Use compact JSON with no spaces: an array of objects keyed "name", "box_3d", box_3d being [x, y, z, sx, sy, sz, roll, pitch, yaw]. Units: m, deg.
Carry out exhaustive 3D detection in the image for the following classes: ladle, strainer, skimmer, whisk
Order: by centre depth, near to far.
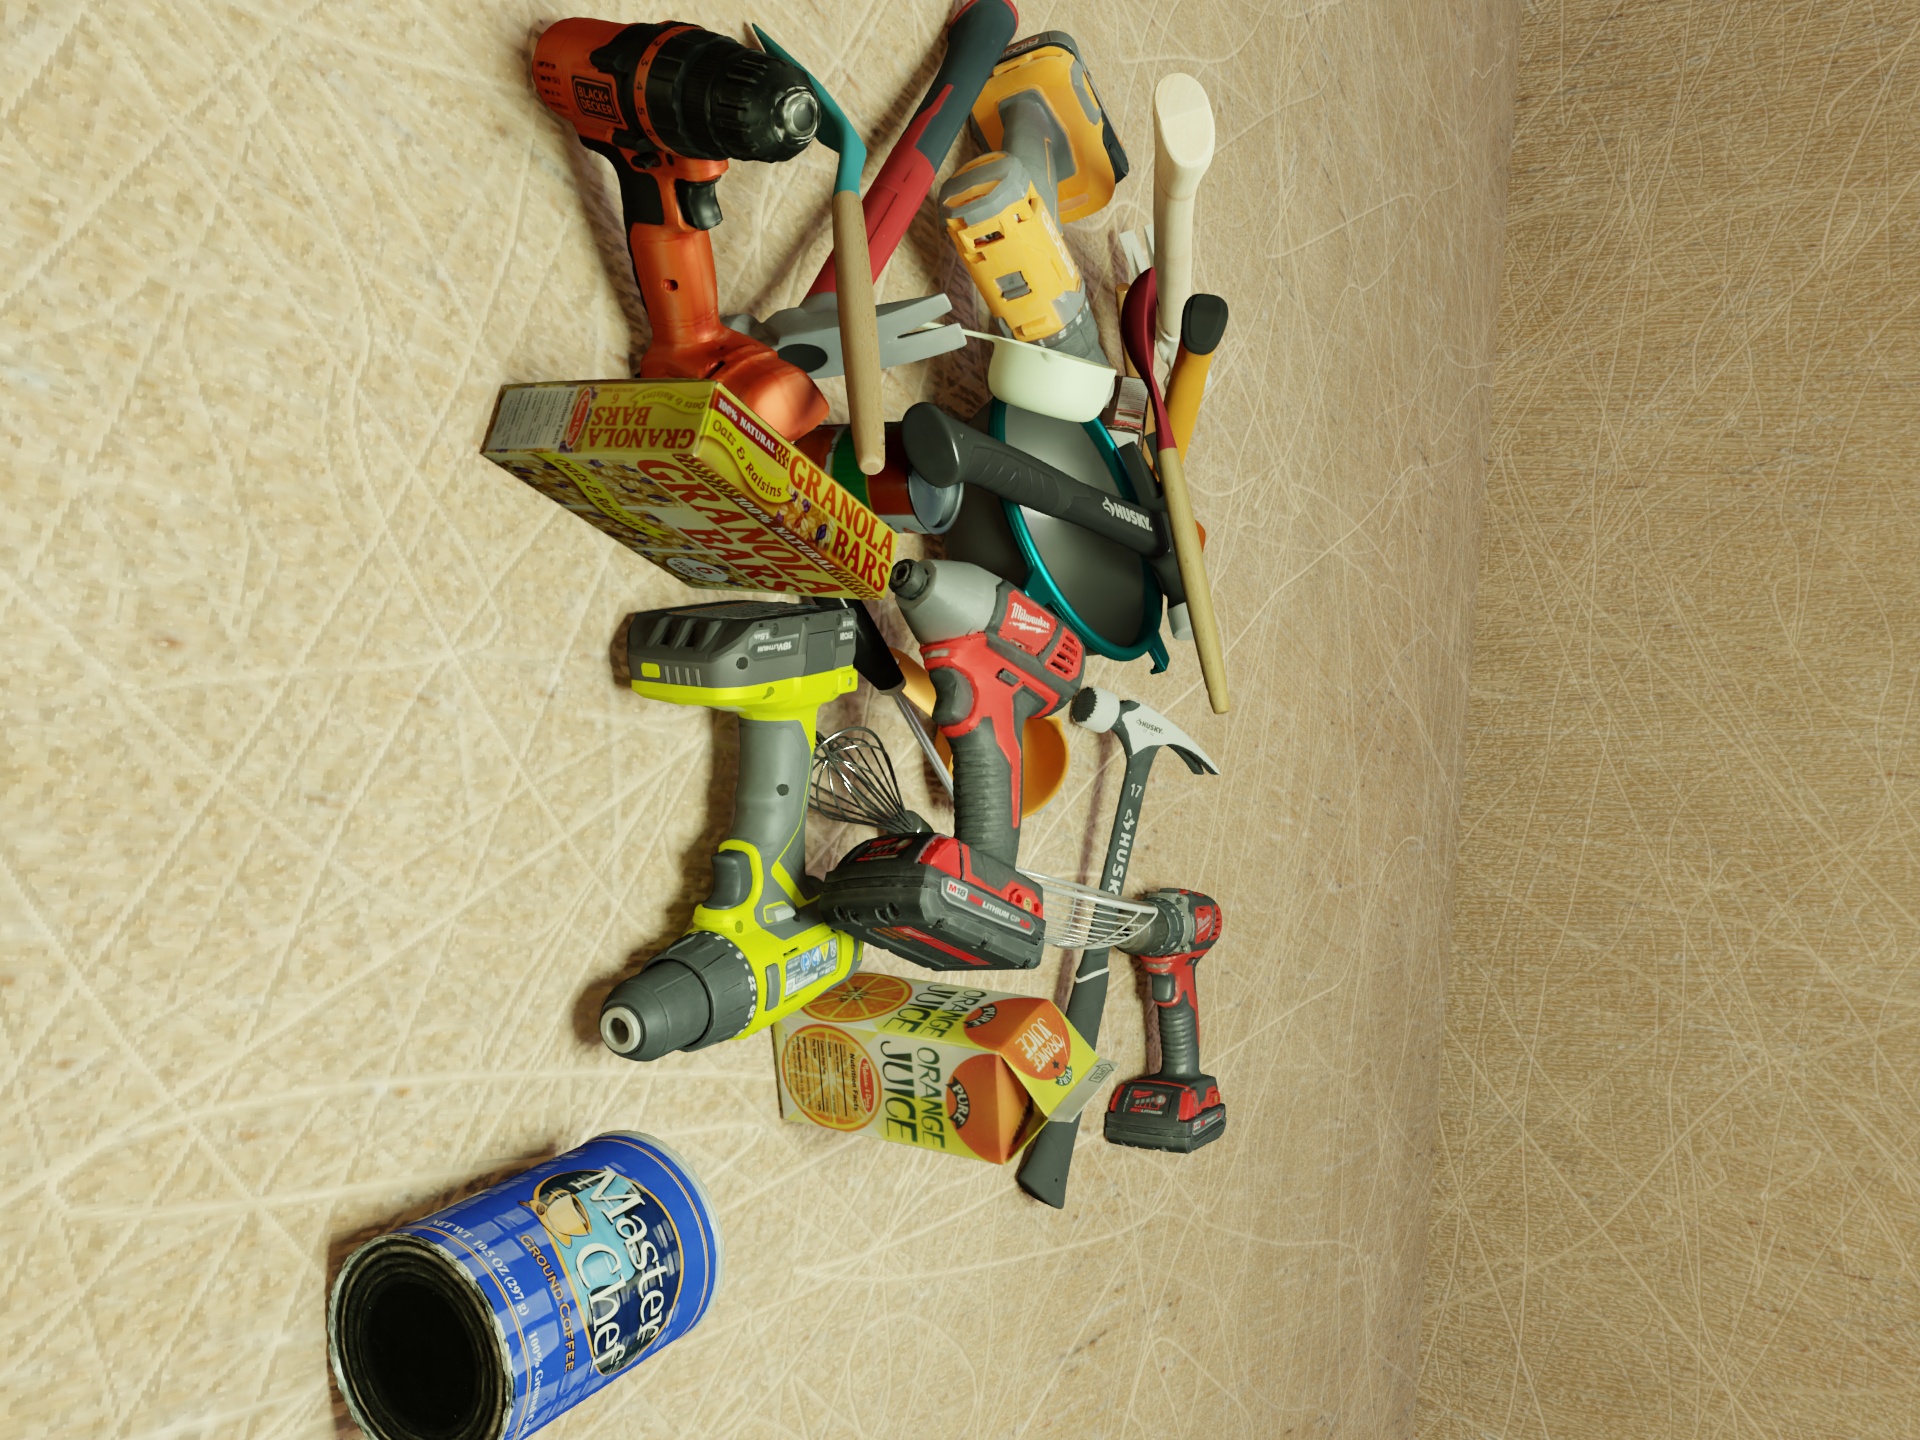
[{"name":"skimmer","box_3d":[0.006,0.009,1.000,0.090,0.127,0.363,-40,116,-22]},{"name":"whisk","box_3d":[-0.039,0.065,1.021,0.059,0.058,0.246,-45,148,-2]},{"name":"ladle","box_3d":[0.146,-0.157,1.072,0.069,0.031,0.315,39,40,-74]},{"name":"strainer","box_3d":[0.038,-0.187,1.110,0.210,0.095,0.341,18,56,-54]}]

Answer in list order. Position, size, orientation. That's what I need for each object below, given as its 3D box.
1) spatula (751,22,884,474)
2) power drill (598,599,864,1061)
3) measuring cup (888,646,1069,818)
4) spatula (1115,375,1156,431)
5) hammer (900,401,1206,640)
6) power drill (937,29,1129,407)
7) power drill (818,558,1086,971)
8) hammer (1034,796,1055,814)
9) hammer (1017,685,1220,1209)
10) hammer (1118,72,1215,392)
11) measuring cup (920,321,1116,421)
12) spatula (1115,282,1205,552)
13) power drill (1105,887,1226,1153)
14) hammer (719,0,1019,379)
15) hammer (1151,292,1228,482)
[{"name":"spatula","box_3d":[-0.065,-0.241,0.808,0.082,0.044,0.318,54,24,-52]},{"name":"power drill","box_3d":[-0.120,0.057,0.835,0.190,0.080,0.228,-16,110,-61]},{"name":"measuring cup","box_3d":[-0.002,-0.003,1.071,0.095,0.052,0.173,-45,120,6]},{"name":"spatula","box_3d":[0.119,-0.282,1.307,0.315,0.018,0.060,29,72,-58]},{"name":"hammer","box_3d":[0.068,-0.144,1.002,0.334,0.035,0.146,10,64,-56]},{"name":"power drill","box_3d":[0.061,-0.332,1.069,0.185,0.084,0.226,54,34,-40]},{"name":"power drill","box_3d":[-0.001,0.019,0.886,0.143,0.078,0.220,32,60,-42]},{"name":"hammer","box_3d":[0.060,-0.104,1.201,0.130,0.031,0.331,38,60,-58]},{"name":"hammer","box_3d":[0.114,0.187,1.289,0.149,0.036,0.409,21,77,-32]},{"name":"hammer","box_3d":[0.145,-0.348,1.108,0.410,0.038,0.146,35,38,-82]},{"name":"measuring cup","box_3d":[0.010,-0.219,0.977,0.083,0.167,0.038,-63,167,-74]},{"name":"spatula","box_3d":[0.167,-0.239,1.352,0.322,0.041,0.081,71,35,-51]},{"name":"power drill","box_3d":[0.178,0.263,1.414,0.187,0.080,0.227,8,83,-62]},{"name":"hammer","box_3d":[-0.015,-0.332,0.944,0.038,0.143,0.387,63,36,-41]},{"name":"hammer","box_3d":[0.161,-0.199,1.224,0.336,0.034,0.127,96,7,-58]}]
